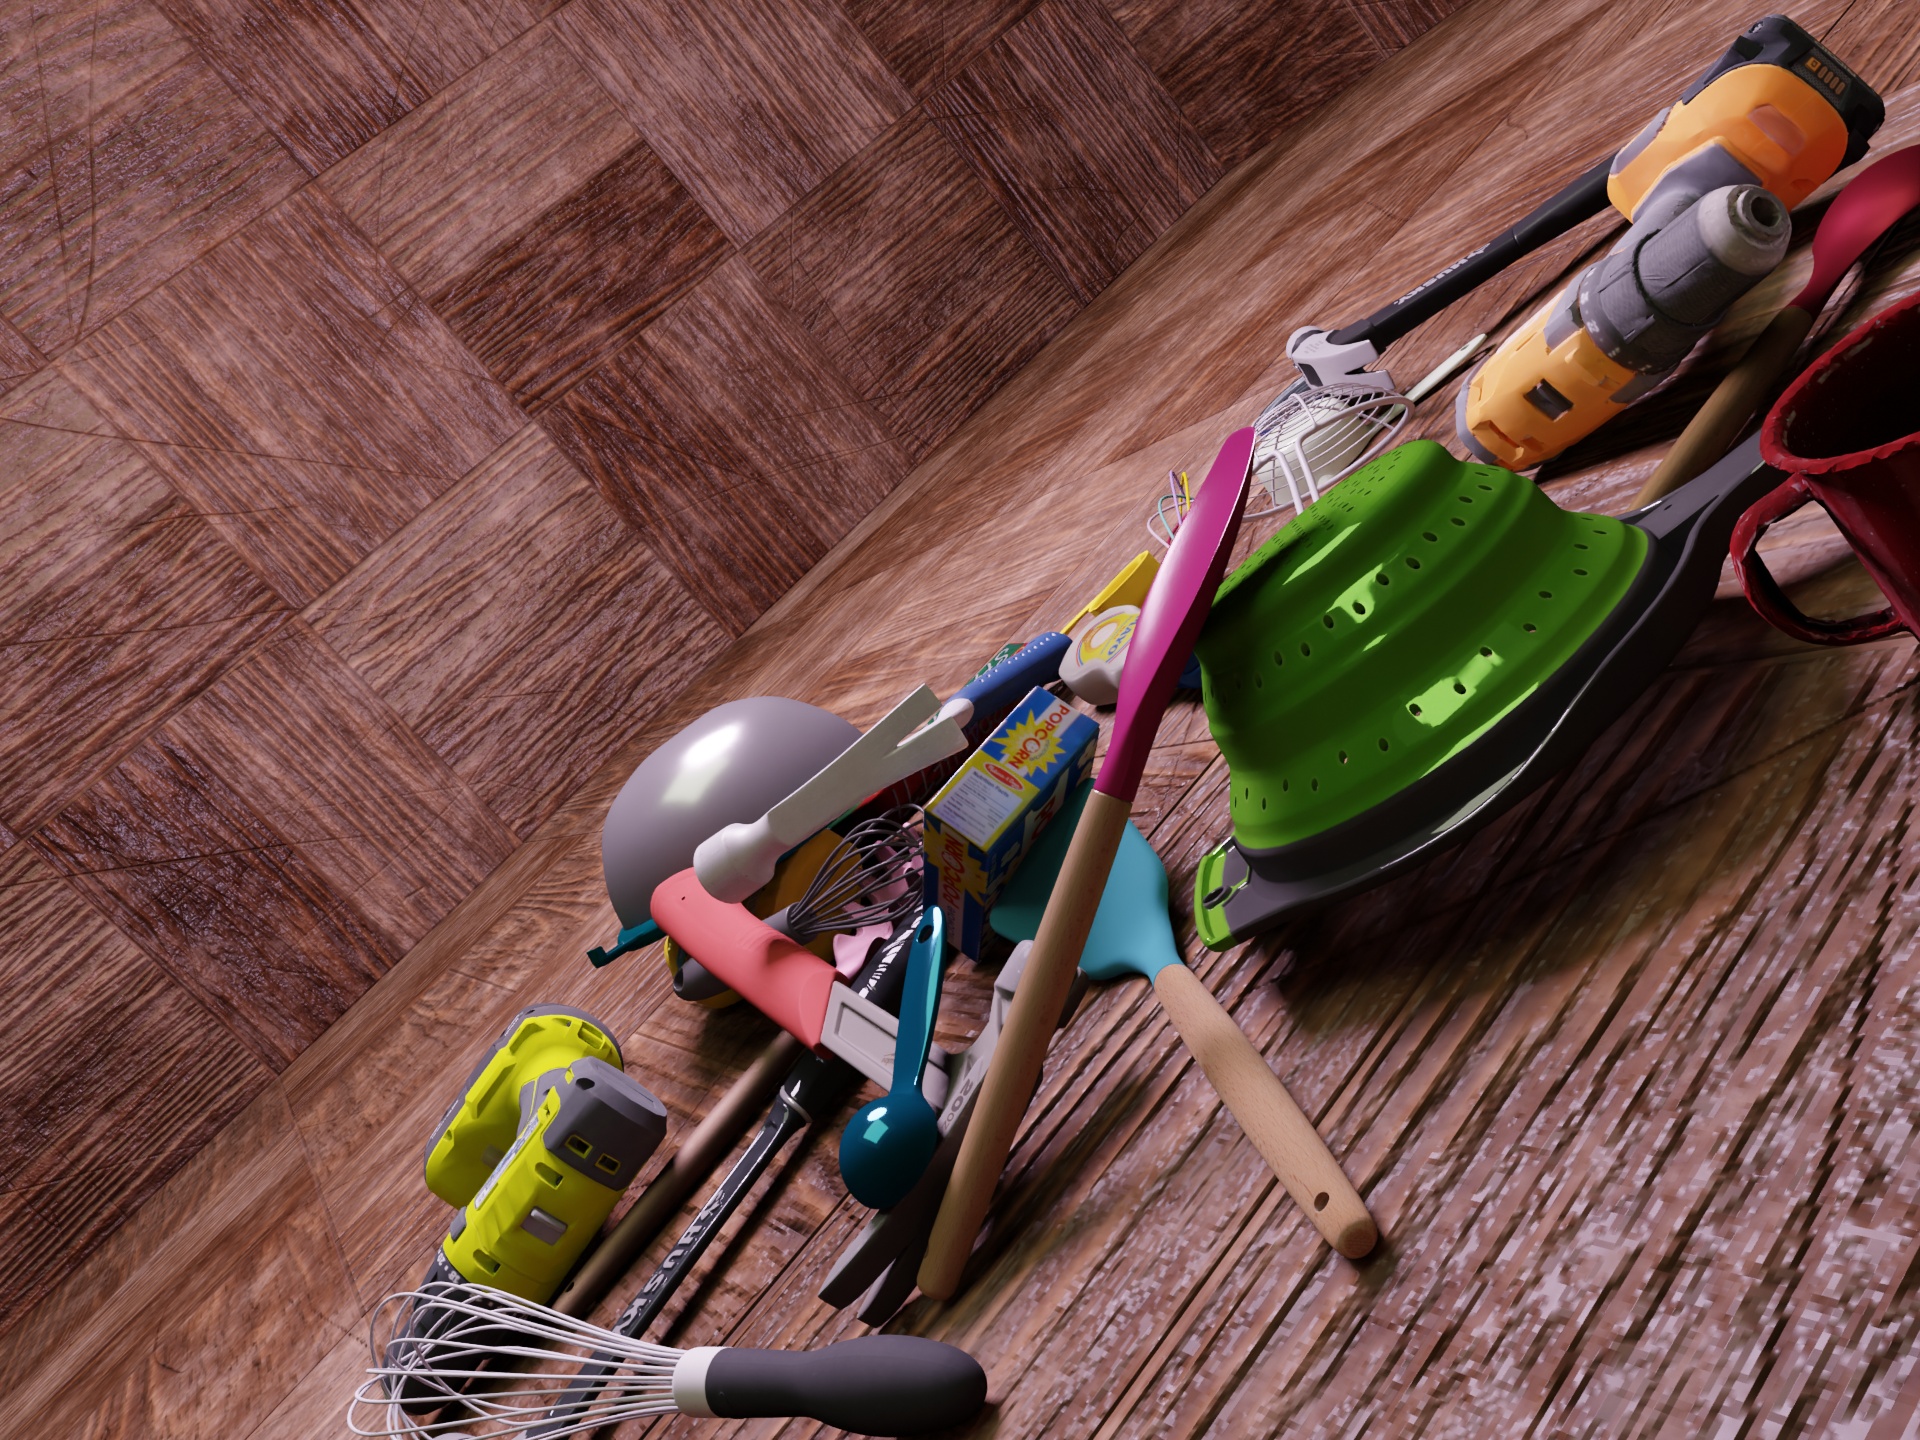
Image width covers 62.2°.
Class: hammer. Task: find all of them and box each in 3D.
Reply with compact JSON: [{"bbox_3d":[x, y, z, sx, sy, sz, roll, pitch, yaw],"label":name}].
[{"bbox_3d":[0.369,-0.313,1.015,0.335,0.035,0.146,-32,18,11],"label":"hammer"},{"bbox_3d":[-0.086,0.193,0.746,0.149,0.036,0.409,-23,22,50],"label":"hammer"},{"bbox_3d":[-0.078,0.132,0.727,0.149,0.036,0.359,-56,27,-11],"label":"hammer"},{"bbox_3d":[-0.001,-0.003,0.906,0.144,0.035,0.405,-35,-1,24],"label":"hammer"}]

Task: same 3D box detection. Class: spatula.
[{"bbox_3d":[0.074,0.100,0.571,0.082,0.044,0.318,-55,14,5],"label":"spatula"}]

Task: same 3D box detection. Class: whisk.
[{"bbox_3d":[0.152,-0.107,1.045,0.047,0.051,0.245,-59,9,25],"label":"whisk"},{"bbox_3d":[-0.087,0.106,0.853,0.239,0.055,0.055,-32,16,39],"label":"whisk"},{"bbox_3d":[-0.112,0.232,0.557,0.284,0.070,0.070,-13,27,31],"label":"whisk"}]

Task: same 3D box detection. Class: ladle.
[{"bbox_3d":[0.340,-0.151,0.671,0.315,0.031,0.069,-48,10,-19],"label":"ladle"}]

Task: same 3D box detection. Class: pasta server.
[{"bbox_3d":[-0.107,0.179,0.843,0.316,0.040,0.060,-49,20,-26],"label":"pasta server"}]

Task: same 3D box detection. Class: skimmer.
[{"bbox_3d":[0.203,-0.085,0.838,0.127,0.090,0.364,-32,26,22],"label":"skimmer"}]

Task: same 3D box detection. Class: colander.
[{"bbox_3d":[0.211,-0.082,0.544,0.397,0.094,0.204,-40,5,14],"label":"colander"}]

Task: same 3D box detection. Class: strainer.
[{"bbox_3d":[-0.144,0.034,1.057,0.211,0.095,0.340,-34,7,10],"label":"strainer"}]

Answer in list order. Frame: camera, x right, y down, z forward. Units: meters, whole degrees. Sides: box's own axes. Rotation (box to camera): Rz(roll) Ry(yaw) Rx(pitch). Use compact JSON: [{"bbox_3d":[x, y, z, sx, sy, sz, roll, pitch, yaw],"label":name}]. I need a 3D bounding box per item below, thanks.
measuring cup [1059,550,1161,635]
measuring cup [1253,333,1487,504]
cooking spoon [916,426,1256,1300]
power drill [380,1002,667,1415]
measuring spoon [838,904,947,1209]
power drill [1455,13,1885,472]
[{"bbox_3d":[0.095,-0.066,1.113,0.062,0.029,0.156,-50,4,-34],"label":"measuring cup"},{"bbox_3d":[0.262,-0.207,1.035,0.167,0.038,0.083,-38,13,22],"label":"measuring cup"},{"bbox_3d":[0.044,0.050,0.550,0.069,0.017,0.319,-147,77,-82],"label":"cooking spoon"},{"bbox_3d":[-0.249,0.259,0.886,0.190,0.080,0.228,-55,16,-6],"label":"power drill"},{"bbox_3d":[-0.024,0.118,0.594,0.042,0.021,0.129,-30,35,35],"label":"measuring spoon"},{"bbox_3d":[0.341,-0.230,0.739,0.226,0.084,0.185,-49,0,-22],"label":"power drill"}]
